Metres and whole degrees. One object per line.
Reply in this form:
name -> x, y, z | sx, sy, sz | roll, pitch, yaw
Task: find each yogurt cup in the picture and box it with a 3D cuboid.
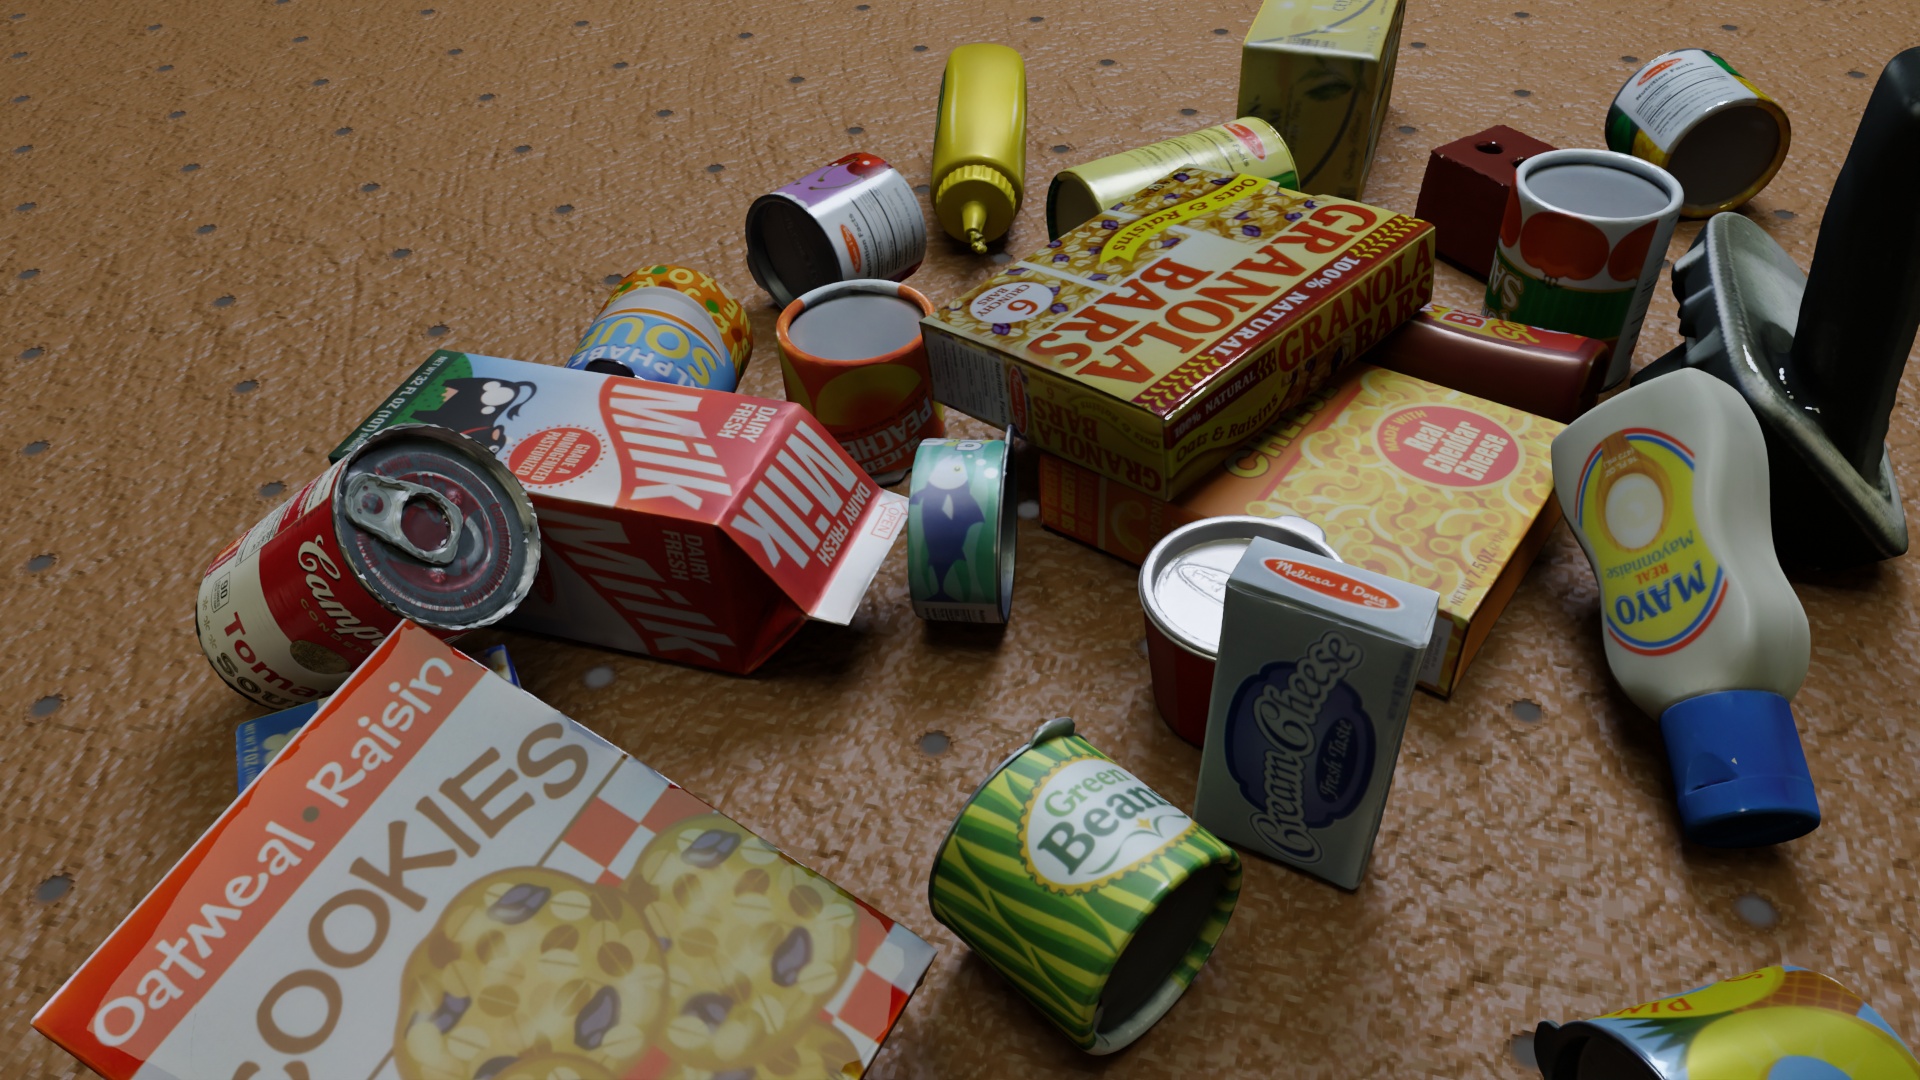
yogurt cup -> 0.092, 0.033, 0.456 | 0.072, 0.053, 0.073 | -2, 41, 2

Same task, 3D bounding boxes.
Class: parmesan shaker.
parmesan shaker -> 0.099, -0.159, 0.666 | 0.103, 0.071, 0.071 | -20, 44, -17

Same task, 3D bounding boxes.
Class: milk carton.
milk carton -> -0.117, -0.009, 0.503 | 0.191, 0.073, 0.073 | 10, 42, 15

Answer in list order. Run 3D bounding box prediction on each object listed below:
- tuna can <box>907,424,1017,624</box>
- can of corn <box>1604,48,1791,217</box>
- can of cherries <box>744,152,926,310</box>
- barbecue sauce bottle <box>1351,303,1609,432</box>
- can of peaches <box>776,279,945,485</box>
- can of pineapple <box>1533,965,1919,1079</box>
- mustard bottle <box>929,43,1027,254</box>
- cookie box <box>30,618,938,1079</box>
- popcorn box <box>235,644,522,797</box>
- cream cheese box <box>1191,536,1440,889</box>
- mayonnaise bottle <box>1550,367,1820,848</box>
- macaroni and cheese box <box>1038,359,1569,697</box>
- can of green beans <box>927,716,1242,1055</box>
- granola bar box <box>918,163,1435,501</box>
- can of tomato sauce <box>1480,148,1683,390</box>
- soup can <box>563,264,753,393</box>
tuna can -> 0.002, -0.006, 0.494 | 0.033, 0.070, 0.071 | 2, 41, 7
can of corn -> 0.373, -0.204, 0.702 | 0.071, 0.070, 0.058 | -6, 42, -2
can of cherries -> -0.060, -0.144, 0.660 | 0.071, 0.071, 0.059 | 28, 50, 31
barbecue sauce bottle -> 0.187, -0.079, 0.581 | 0.149, 0.043, 0.065 | 20, 17, 28
can of peaches -> -0.040, -0.066, 0.575 | 0.071, 0.057, 0.071 | -2, 41, 2
can of pineapple -> 0.179, 0.136, 0.322 | 0.058, 0.070, 0.071 | -11, 42, -10
mustard bottle -> 0.010, -0.199, 0.721 | 0.049, 0.065, 0.161 | 3, 45, 1
cookie box -> -0.109, 0.112, 0.341 | 0.167, 0.040, 0.123 | 29, 60, 9
popcorn box -> -0.164, 0.095, 0.413 | 0.085, 0.038, 0.127 | -16, 43, -16
cream cheese box -> 0.099, 0.052, 0.396 | 0.053, 0.103, 0.024 | 19, 43, 22
mayonnaise bottle -> 0.232, 0.020, 0.440 | 0.041, 0.064, 0.149 | 19, 55, -27
macaroni and cheese box -> 0.132, -0.024, 0.529 | 0.166, 0.040, 0.124 | 24, 47, 28
can of green beans -> 0.034, 0.095, 0.379 | 0.071, 0.071, 0.058 | -33, 49, -30
granola bar box -> 0.086, -0.090, 0.544 | 0.166, 0.038, 0.124 | -35, 44, -29
can of tomato sauce -> 0.259, -0.115, 0.592 | 0.071, 0.082, 0.071 | -2, 41, 1
soup can -> -0.127, -0.068, 0.572 | 0.071, 0.071, 0.084 | 3, 41, 8
